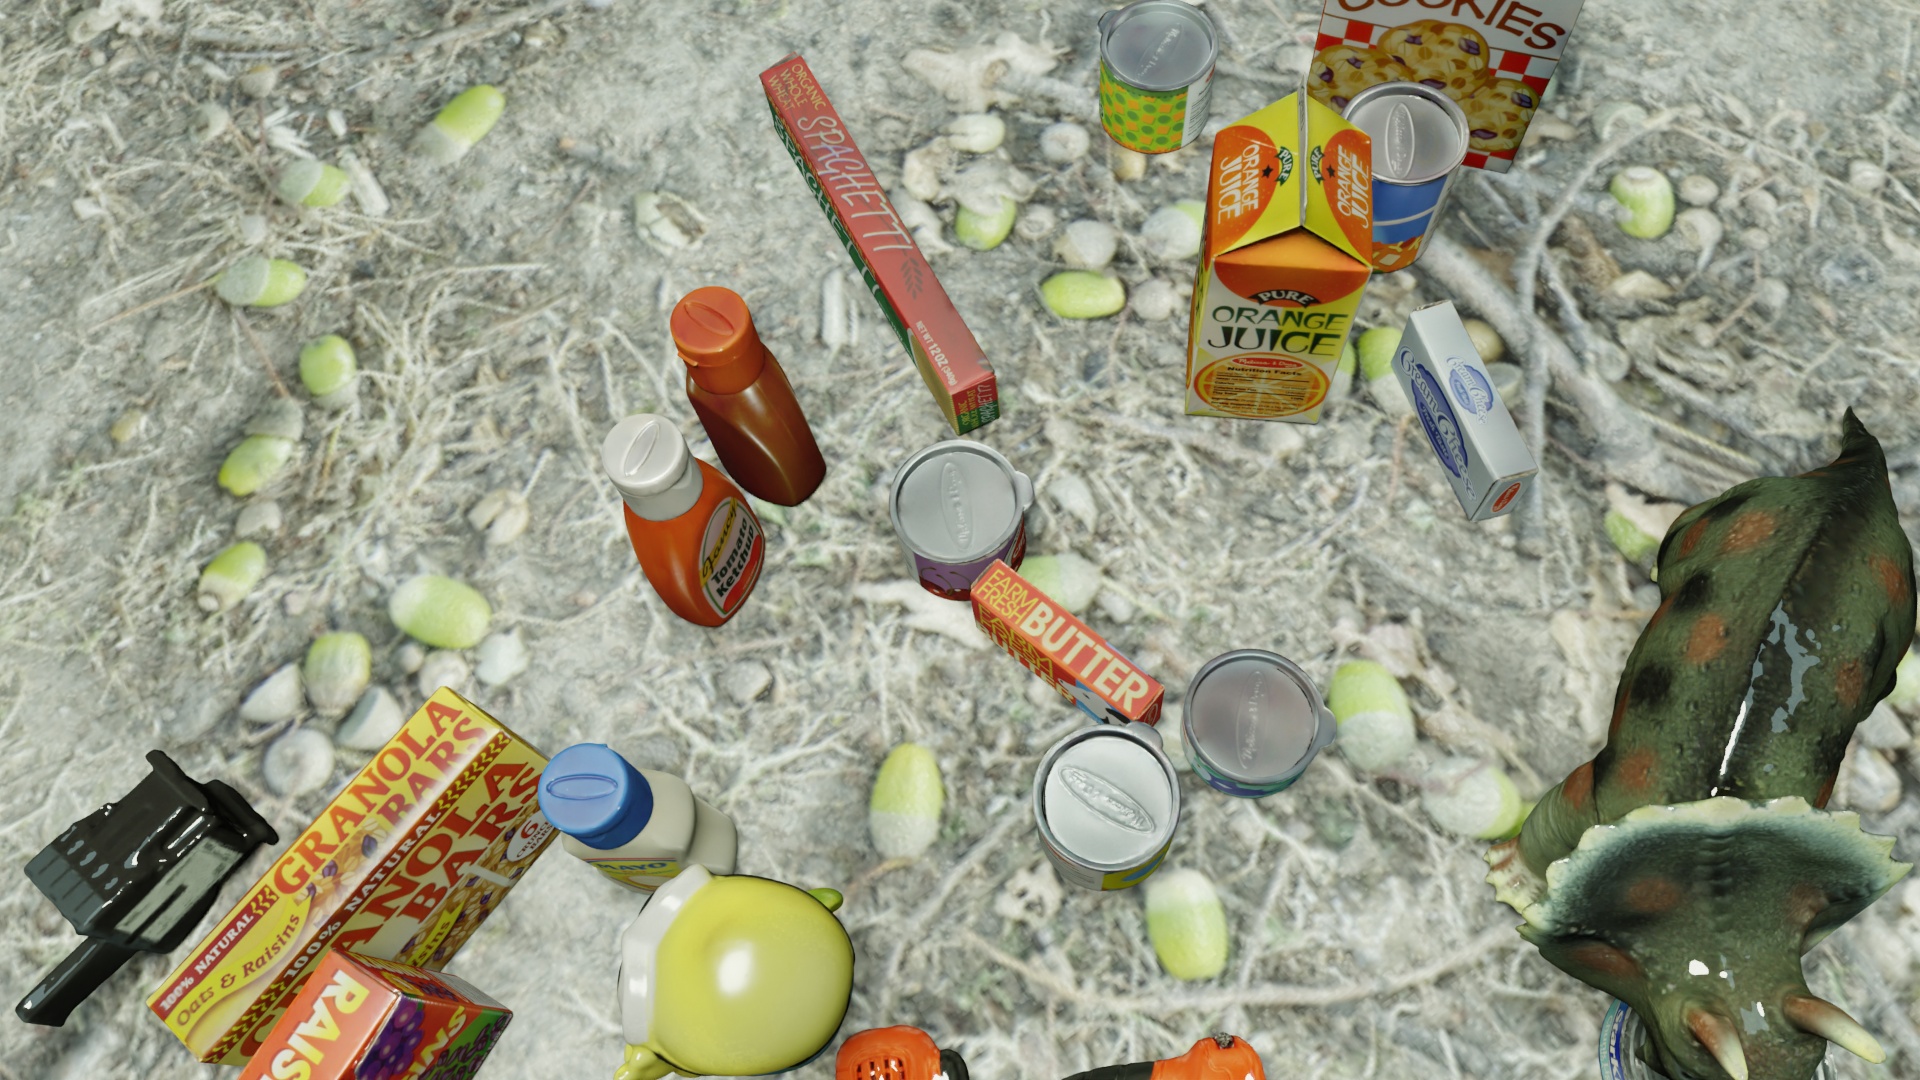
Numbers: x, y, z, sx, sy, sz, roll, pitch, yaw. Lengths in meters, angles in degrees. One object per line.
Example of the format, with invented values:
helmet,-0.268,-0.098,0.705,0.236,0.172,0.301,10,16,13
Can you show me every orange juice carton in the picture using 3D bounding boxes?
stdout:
orange juice carton,0.152,-0.133,0.670,0.073,0.192,0.072,4,68,6

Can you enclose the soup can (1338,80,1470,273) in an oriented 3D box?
soup can,0.228,-0.194,0.750,0.071,0.083,0.071,-2,67,4

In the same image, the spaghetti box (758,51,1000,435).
spaghetti box,-0.048,-0.170,0.779,0.029,0.050,0.251,-27,67,-7

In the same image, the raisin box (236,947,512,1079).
raisin box,-0.249,0.225,0.584,0.040,0.123,0.086,28,72,15

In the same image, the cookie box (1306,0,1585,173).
cookie box,0.255,-0.274,0.736,0.123,0.167,0.040,16,69,11

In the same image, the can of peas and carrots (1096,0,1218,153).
can of peas and carrots,0.111,-0.269,0.804,0.071,0.058,0.071,-2,67,4

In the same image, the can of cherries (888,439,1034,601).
can of cherries,0.003,-0.009,0.701,0.071,0.058,0.072,-2,67,4

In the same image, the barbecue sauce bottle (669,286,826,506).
barbecue sauce bottle,-0.107,-0.070,0.687,0.065,0.148,0.044,34,74,17

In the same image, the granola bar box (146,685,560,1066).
granola bar box,-0.251,0.153,0.615,0.039,0.123,0.166,35,74,17

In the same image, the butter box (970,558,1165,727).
butter box,0.051,0.055,0.672,0.103,0.053,0.024,38,75,18

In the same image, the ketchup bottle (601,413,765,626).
ketchup bottle,-0.132,-0.011,0.663,0.043,0.148,0.065,19,70,12

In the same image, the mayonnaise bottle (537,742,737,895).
mayonnaise bottle,-0.142,0.124,0.606,0.065,0.147,0.041,-2,67,4

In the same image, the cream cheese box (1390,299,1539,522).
cream cheese box,0.255,-0.065,0.708,0.024,0.053,0.104,-17,67,-3

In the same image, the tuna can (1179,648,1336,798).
tuna can,0.141,0.088,0.662,0.071,0.032,0.071,-2,67,4

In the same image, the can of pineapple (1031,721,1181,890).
can of pineapple,0.068,0.123,0.639,0.071,0.057,0.071,-2,67,4
